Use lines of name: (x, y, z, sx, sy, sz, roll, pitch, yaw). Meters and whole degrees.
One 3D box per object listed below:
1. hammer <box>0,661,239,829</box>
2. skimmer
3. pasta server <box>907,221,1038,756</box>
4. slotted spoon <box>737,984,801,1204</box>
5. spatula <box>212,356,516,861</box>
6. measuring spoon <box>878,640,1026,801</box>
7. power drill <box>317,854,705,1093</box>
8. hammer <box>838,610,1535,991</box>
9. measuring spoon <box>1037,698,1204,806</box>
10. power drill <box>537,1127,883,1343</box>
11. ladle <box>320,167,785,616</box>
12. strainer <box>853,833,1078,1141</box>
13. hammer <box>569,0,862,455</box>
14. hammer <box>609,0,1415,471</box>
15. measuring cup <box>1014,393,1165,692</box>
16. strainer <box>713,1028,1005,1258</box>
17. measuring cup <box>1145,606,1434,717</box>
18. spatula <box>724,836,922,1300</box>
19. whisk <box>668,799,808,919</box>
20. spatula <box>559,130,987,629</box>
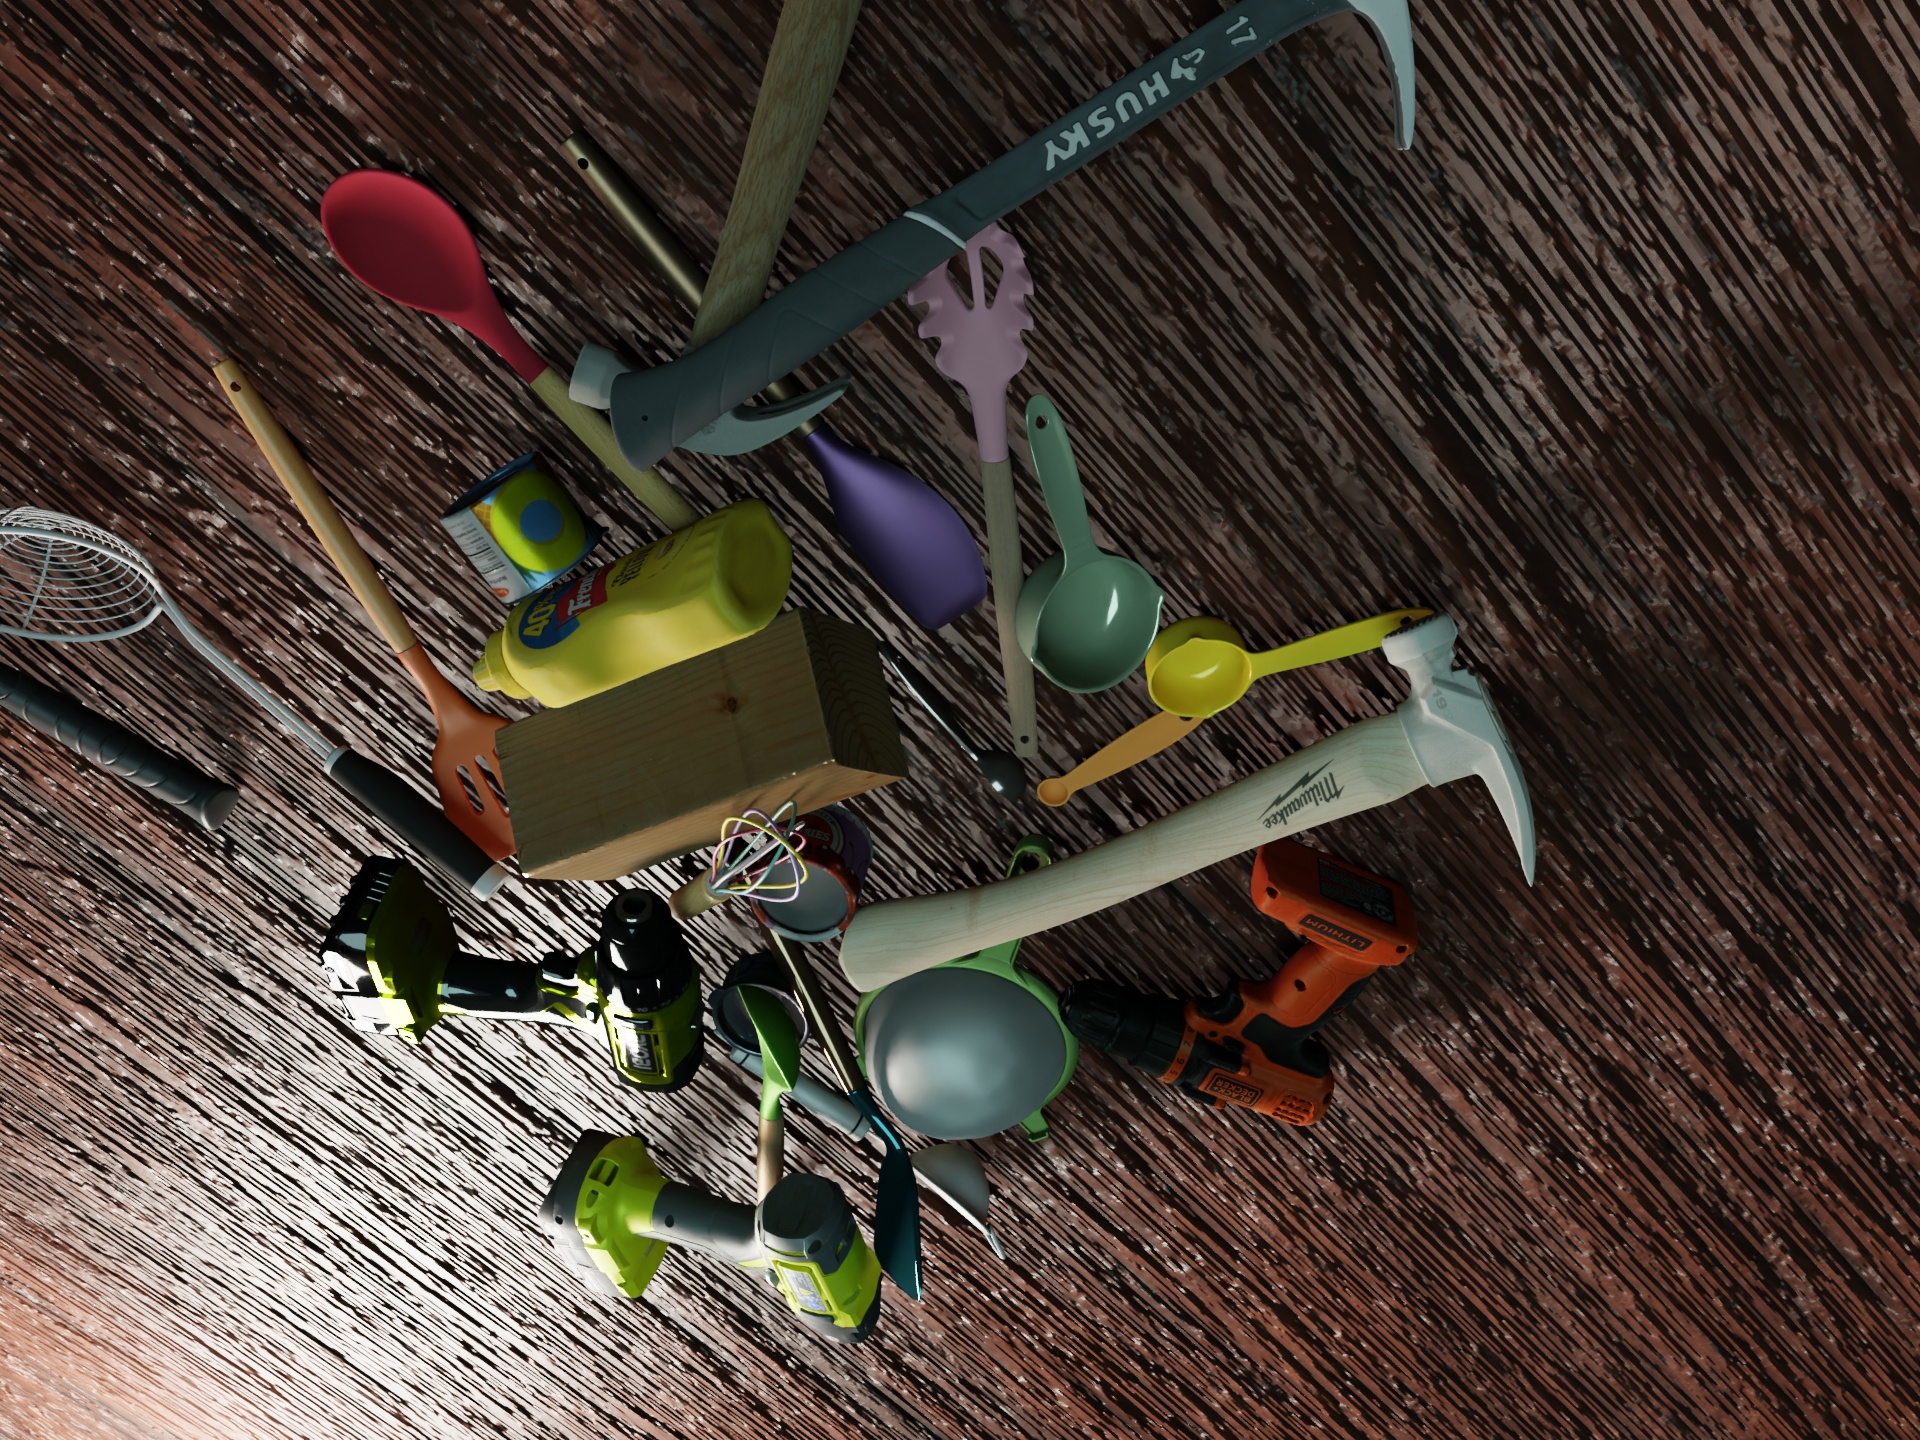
hammer: (-0.598, -0.030, 0.969, 0.334, 0.035, 0.146, 36, 159, -23)
skimmer: (-0.430, 0.003, 0.923, 0.363, 0.090, 0.127, 40, 145, -1)
pasta server: (0.020, -0.110, 0.834, 0.060, 0.040, 0.316, -2, 123, 9)
slotted spoon: (-0.128, 0.273, 1.071, 0.031, 0.070, 0.313, -18, 143, -22)
spatula: (-0.335, -0.061, 0.924, 0.081, 0.041, 0.322, -29, 114, -5)
measuring spoon: (-0.001, -0.003, 0.912, 0.018, 0.034, 0.124, -37, 105, 17)
power drill: (-0.276, 0.155, 1.010, 0.228, 0.080, 0.190, 10, 141, 4)
hammer: (0.109, 0.085, 0.897, 0.410, 0.038, 0.146, -24, 91, 25)
measuring spoon: (0.094, 0.017, 0.920, 0.117, 0.011, 0.021, -31, 111, 22)
power drill: (-0.166, 0.367, 1.110, 0.223, 0.080, 0.171, 6, 135, 22)
ladle: (-0.204, -0.165, 0.845, 0.069, 0.031, 0.315, -32, 114, 28)
strainer: (0.012, 0.184, 1.002, 0.151, 0.069, 0.256, 17, 125, -1)
hammer: (-0.078, -0.274, 0.737, 0.130, 0.031, 0.331, 20, 119, -8)
hammer: (0.009, -0.227, 0.715, 0.409, 0.036, 0.149, -29, 103, 16)
measuring cup: (0.053, -0.093, 0.823, 0.083, 0.038, 0.167, -27, 120, -15)
strainer: (-0.061, 0.281, 1.093, 0.258, 0.050, 0.087, 35, 165, -8)
measuring cup: (0.176, -0.044, 0.860, 0.156, 0.029, 0.062, -15, 134, 4)
spatula: (-0.087, 0.217, 1.009, 0.044, 0.082, 0.317, -29, 103, -19)
whisk: (-0.136, 0.087, 0.919, 0.047, 0.051, 0.245, 13, 161, -19)
spatula: (-0.092, -0.172, 0.826, 0.060, 0.018, 0.315, -33, 113, 21)
